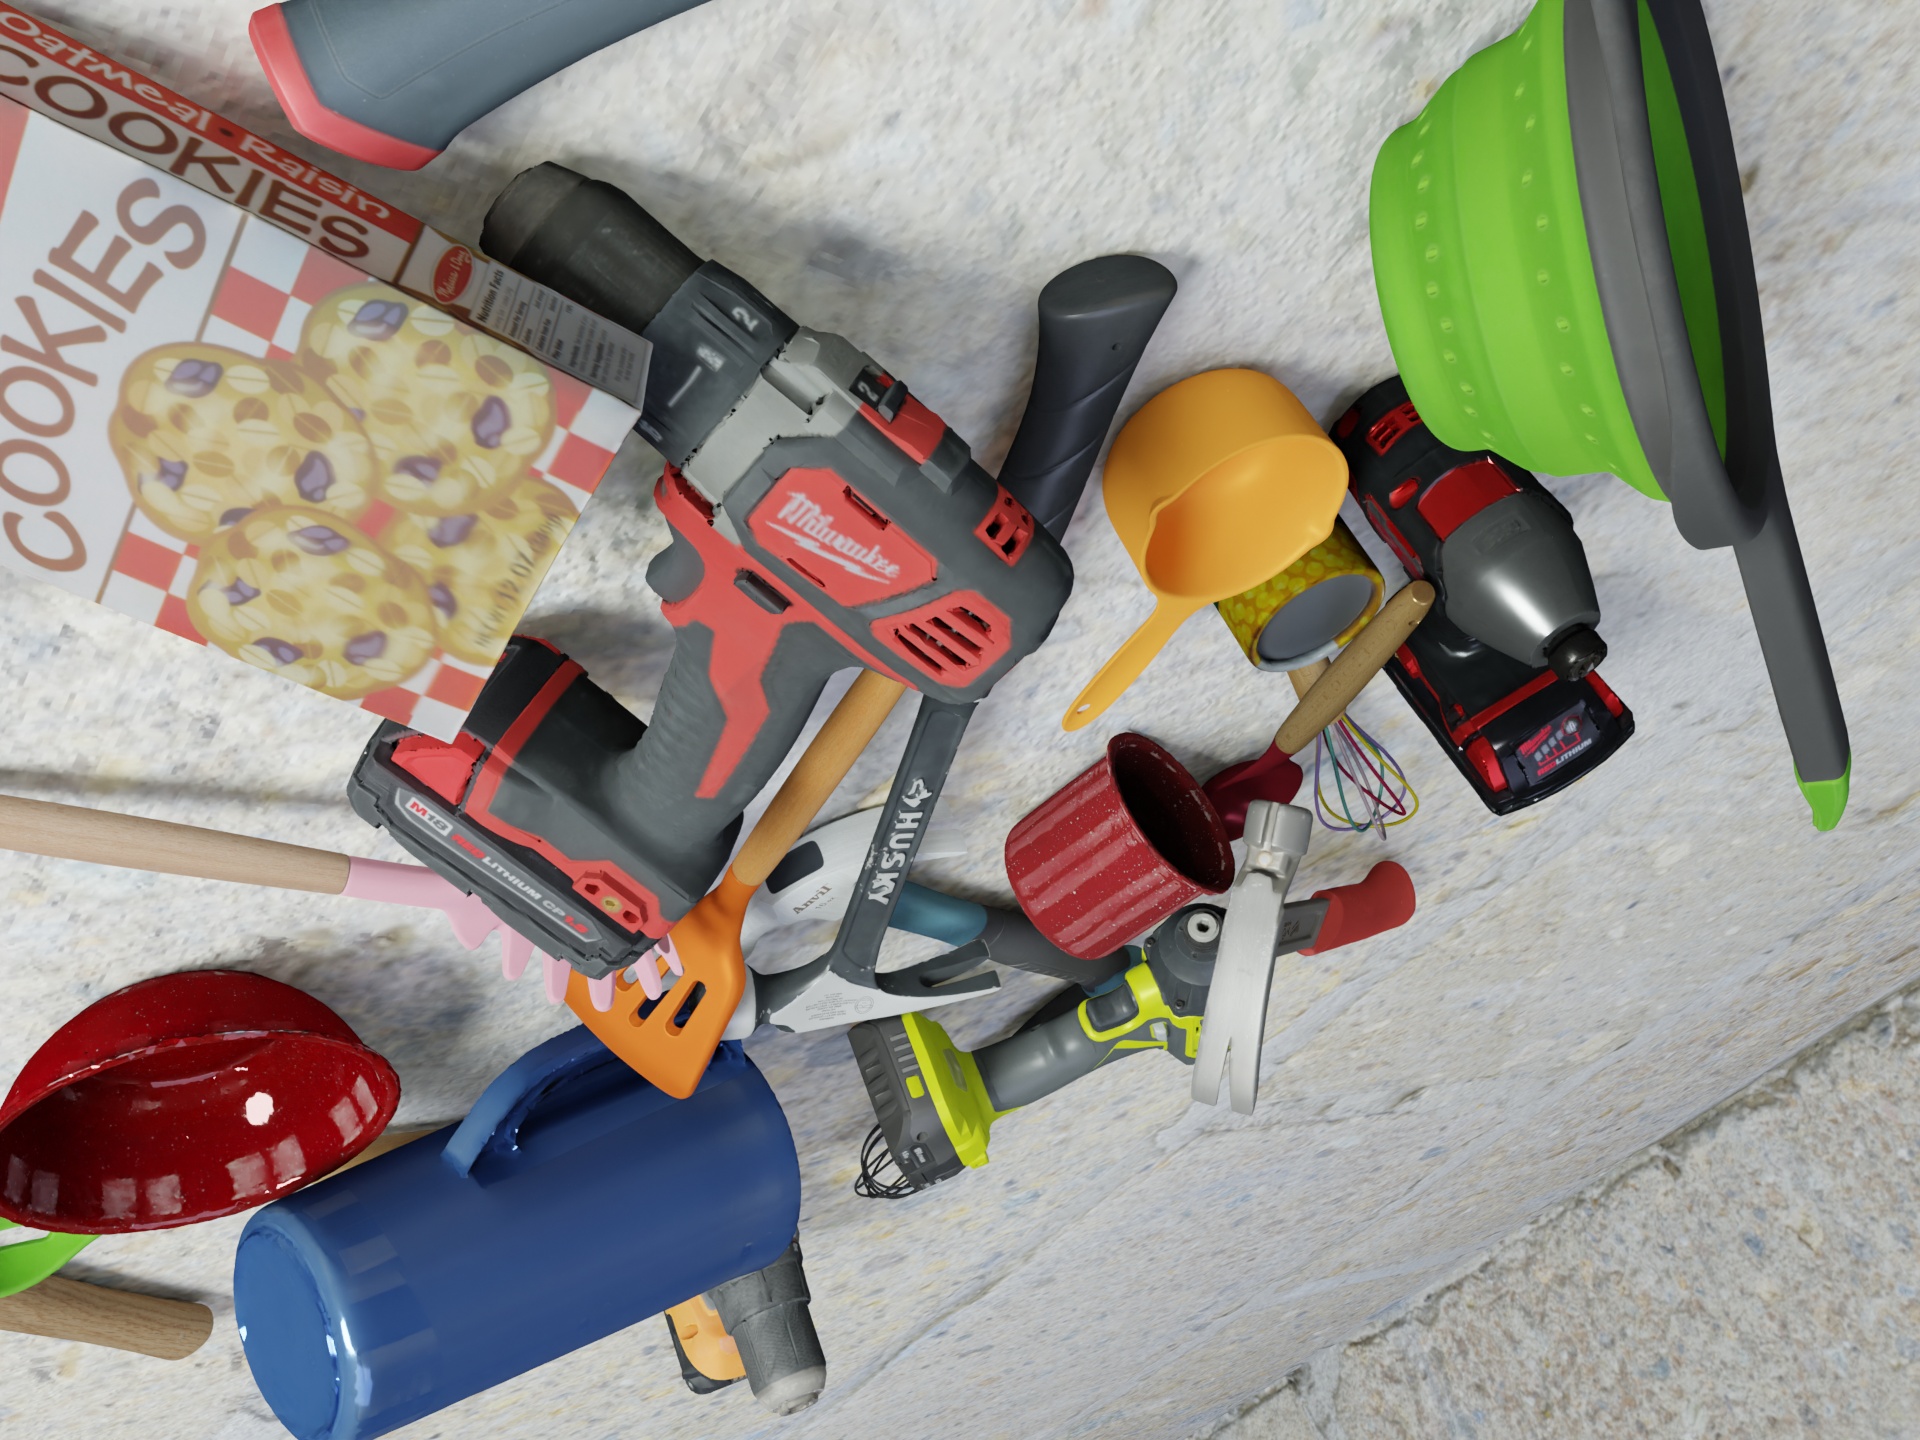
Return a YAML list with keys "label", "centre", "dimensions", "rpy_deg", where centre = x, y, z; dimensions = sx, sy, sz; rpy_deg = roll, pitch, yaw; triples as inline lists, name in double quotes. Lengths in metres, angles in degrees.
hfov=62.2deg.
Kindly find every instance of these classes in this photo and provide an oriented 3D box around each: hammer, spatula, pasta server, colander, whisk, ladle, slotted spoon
- label: "hammer"
  centre: [-0.001, -0.002, 0.652]
  dimensions: [0.149, 0.036, 0.408]
  rpy_deg: [0, 134, -25]
- label: "spatula"
  centre: [-0.080, 0.053, 0.623]
  dimensions: [0.041, 0.081, 0.322]
  rpy_deg: [-46, 176, -44]
- label: "hammer"
  centre: [0.209, 0.123, 0.908]
  dimensions: [0.359, 0.037, 0.149]
  rpy_deg: [8, 92, -64]
- label: "pasta server"
  centre: [-0.245, 0.057, 0.560]
  dimensions: [0.316, 0.040, 0.060]
  rpy_deg: [15, 138, -34]
- label: "colander"
  centre: [0.234, -0.095, 0.562]
  dimensions: [0.094, 0.205, 0.396]
  rpy_deg: [-9, 132, 34]
- label: "hammer"
  centre: [0.017, -0.231, 0.371]
  dimensions: [0.386, 0.038, 0.143]
  rpy_deg: [-23, 147, -5]
- label: "hammer"
  centre: [-0.477, 0.269, 0.749]
  dimensions: [0.130, 0.031, 0.331]
  rpy_deg: [-27, 148, 1]
- label: "whisk"
  centre: [0.199, 0.002, 0.832]
  dimensions: [0.051, 0.047, 0.244]
  rpy_deg: [-56, 144, -12]
- label: "ladle"
  centre: [0.162, 0.003, 0.750]
  dimensions: [0.069, 0.031, 0.315]
  rpy_deg: [-19, 164, -11]
- label: "hammer"
  centre: [0.010, 0.114, 0.869]
  dimensions: [0.128, 0.033, 0.330]
  rpy_deg: [-37, 147, 20]
- label: "whisk"
  centre: [0.015, 0.242, 1.046]
  dimensions: [0.239, 0.055, 0.055]
  rpy_deg: [-43, 144, 18]
- label: "slotted spoon"
  centre: [-0.334, 0.221, 0.776]
  dimensions: [0.313, 0.070, 0.031]
  rpy_deg: [4, 180, -44]

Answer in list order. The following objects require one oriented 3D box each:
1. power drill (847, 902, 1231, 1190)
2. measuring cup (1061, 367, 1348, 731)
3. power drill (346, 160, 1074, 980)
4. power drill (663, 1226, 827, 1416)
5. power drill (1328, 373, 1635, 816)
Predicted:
- label: "power drill"
  centre: [0.058, 0.174, 0.889]
  dimensions: [0.223, 0.080, 0.171]
  rpy_deg: [-22, 153, -4]
- label: "measuring cup"
  centre: [0.079, -0.067, 0.640]
  dimensions: [0.095, 0.052, 0.173]
  rpy_deg: [1, 141, -36]
- label: "power drill"
  centre: [-0.101, -0.037, 0.488]
  dimensions: [0.187, 0.080, 0.226]
  rpy_deg: [40, 125, -13]
- label: "power drill"
  centre: [-0.132, 0.334, 0.947]
  dimensions: [0.084, 0.186, 0.226]
  rpy_deg: [-15, 149, -20]
- label: "power drill"
  centre: [0.232, -0.045, 0.694]
  dimensions: [0.078, 0.143, 0.219]
  rpy_deg: [-34, 150, 7]
